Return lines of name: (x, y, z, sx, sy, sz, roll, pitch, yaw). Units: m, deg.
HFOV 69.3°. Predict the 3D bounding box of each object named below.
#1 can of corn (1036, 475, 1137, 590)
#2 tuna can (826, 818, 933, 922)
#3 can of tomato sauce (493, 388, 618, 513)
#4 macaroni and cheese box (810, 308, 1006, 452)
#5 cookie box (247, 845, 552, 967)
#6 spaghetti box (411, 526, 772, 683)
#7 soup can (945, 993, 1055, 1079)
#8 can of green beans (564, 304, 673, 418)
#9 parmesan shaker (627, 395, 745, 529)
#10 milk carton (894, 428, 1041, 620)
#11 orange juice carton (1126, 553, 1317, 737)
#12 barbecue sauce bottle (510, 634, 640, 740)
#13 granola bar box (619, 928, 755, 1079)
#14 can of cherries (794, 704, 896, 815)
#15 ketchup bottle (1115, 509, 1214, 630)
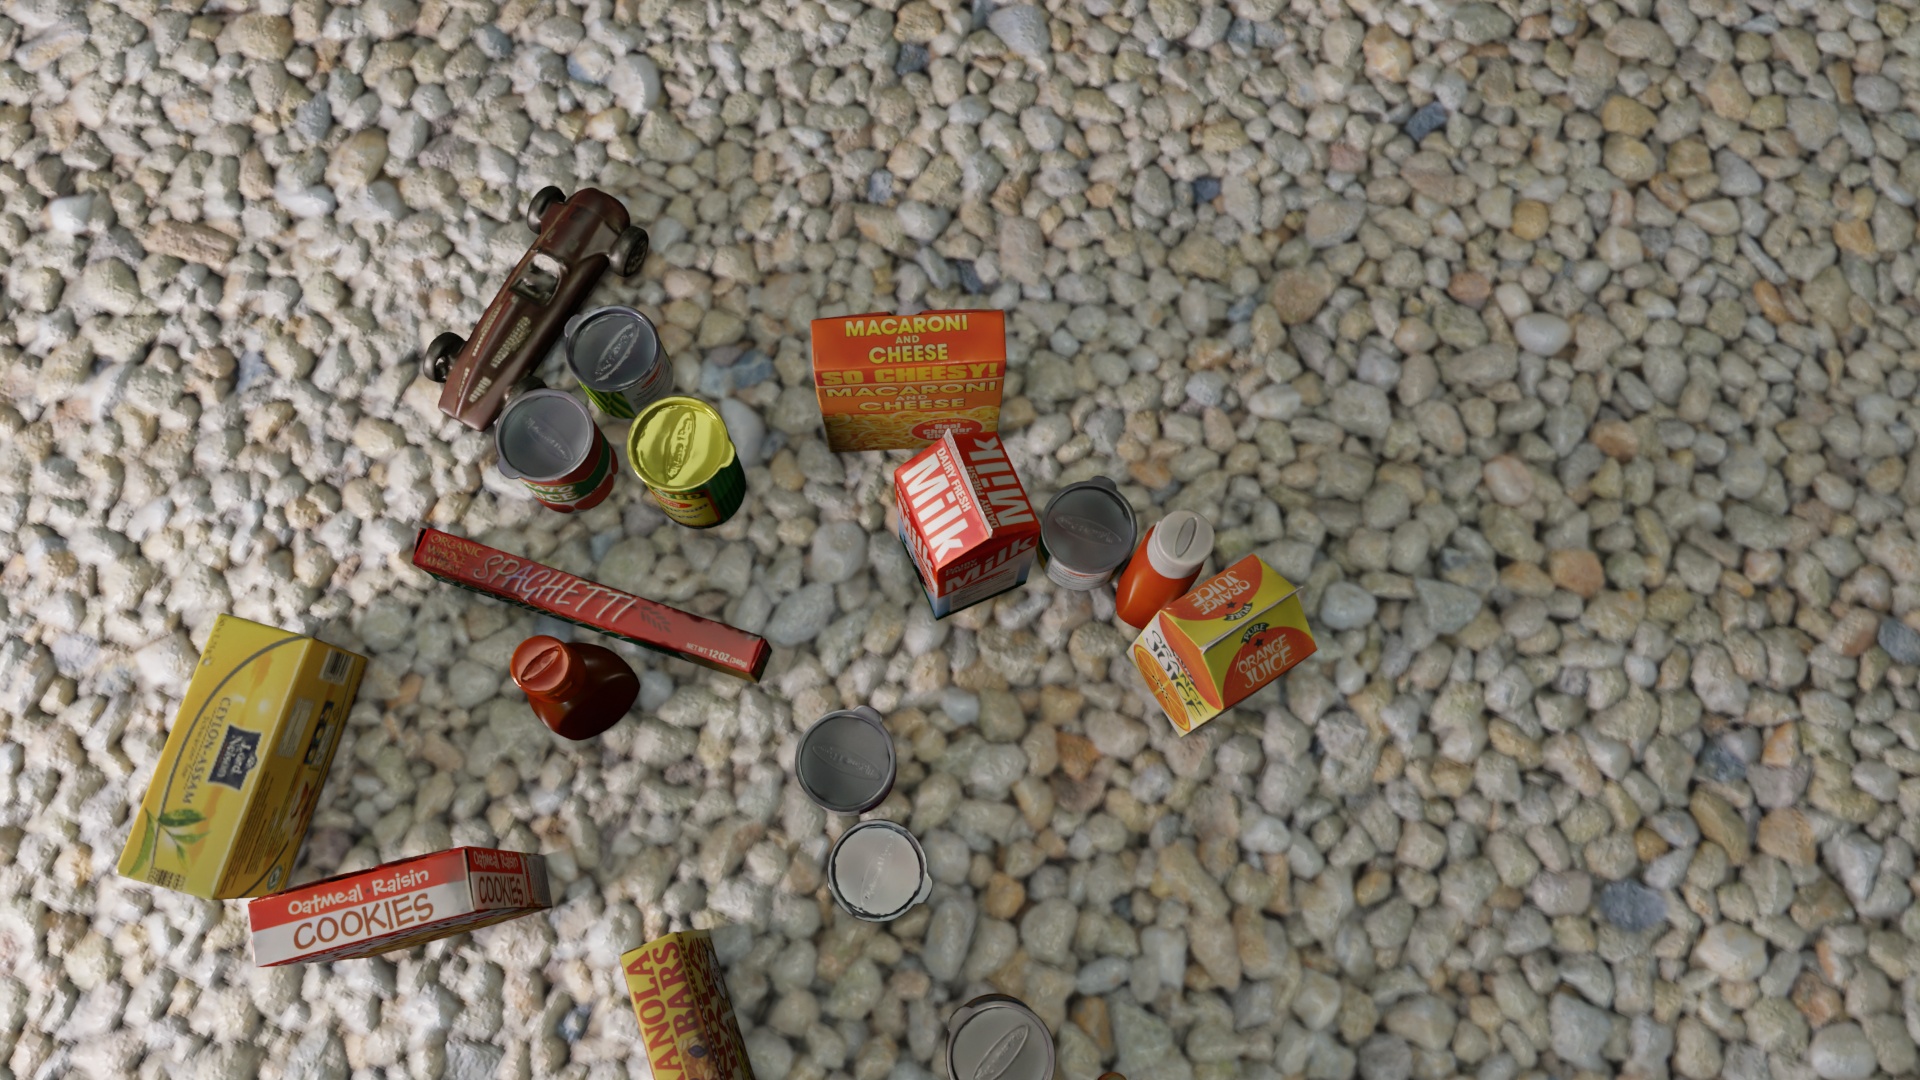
can of corn: (0.088, -0.004, 0.976, 0.071, 0.058, 0.071, 0, 75, -1)
tuna can: (-0.052, 0.221, 0.923, 0.071, 0.032, 0.071, 0, 75, -1)
can of tomato sauce: (-0.280, -0.059, 0.968, 0.071, 0.083, 0.071, 0, 75, -1)
macaroni and cheese box: (-0.034, -0.106, 0.944, 0.124, 0.166, 0.040, -3, 75, -2)
cookie box: (-0.333, 0.222, 0.846, 0.123, 0.167, 0.040, -14, 76, -5)
spaghetti box: (-0.253, 0.045, 0.957, 0.250, 0.050, 0.029, 18, 75, 3)
soup can: (0.022, 0.319, 0.872, 0.071, 0.083, 0.071, 0, 75, -1)
can of green beans: (-0.244, -0.128, 1.001, 0.071, 0.057, 0.071, 0, 75, -1)
parmesan shaker: (-0.184, -0.050, 0.958, 0.071, 0.103, 0.071, 0, 75, -1)
milk carton: (0.003, -0.011, 0.907, 0.073, 0.190, 0.072, -22, 77, -7)
orange juice carton: (0.167, 0.068, 0.888, 0.072, 0.192, 0.073, -30, 78, -9)
barbecue sauce bottle: (-0.250, 0.092, 0.893, 0.065, 0.148, 0.044, -42, 80, -11)
granola bar box: (-0.156, 0.324, 0.845, 0.039, 0.124, 0.166, -19, 76, -6)
can of cherries: (-0.074, 0.148, 0.929, 0.071, 0.058, 0.071, 0, 75, -1)
ketchup bottle: (0.136, 0.016, 0.924, 0.043, 0.148, 0.065, 23, 76, 5)
